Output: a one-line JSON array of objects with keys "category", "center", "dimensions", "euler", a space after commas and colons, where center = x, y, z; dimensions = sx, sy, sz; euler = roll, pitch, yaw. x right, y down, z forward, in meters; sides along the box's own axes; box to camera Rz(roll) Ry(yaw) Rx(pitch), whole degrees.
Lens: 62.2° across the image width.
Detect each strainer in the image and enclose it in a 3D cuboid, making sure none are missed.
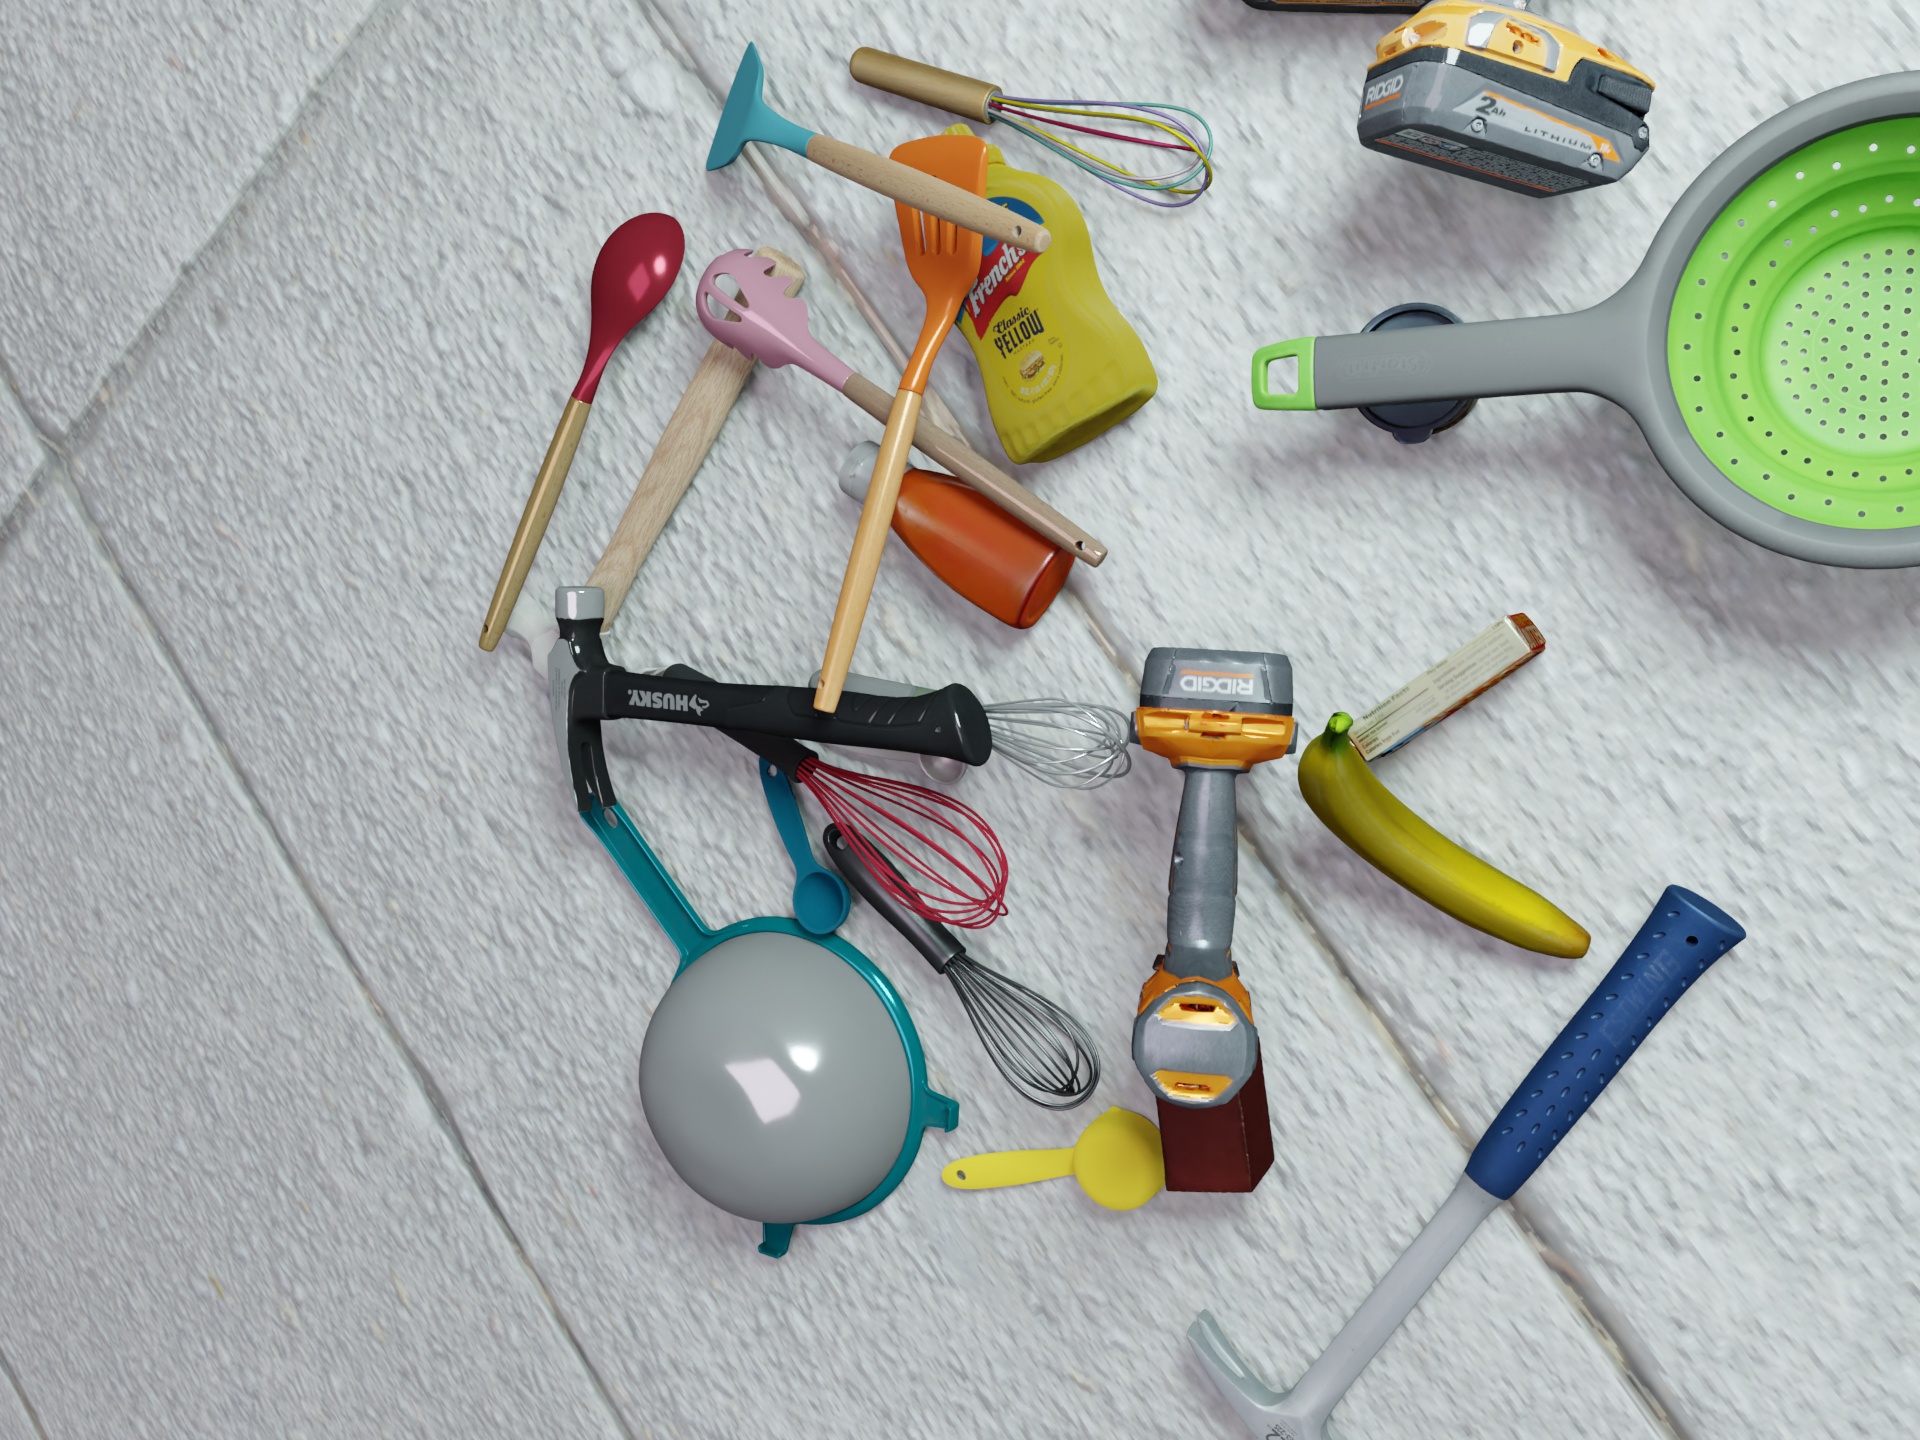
[{"category": "strainer", "center": [-0.171, 0.190, 1.041], "dimensions": [0.211, 0.095, 0.340], "euler": [-42, 79, 25]}]

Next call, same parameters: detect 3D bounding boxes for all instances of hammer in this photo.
[{"category": "hammer", "center": [-0.127, -0.002, 0.969], "dimensions": [0.335, 0.035, 0.146], "euler": [6, 98, 33]}, {"category": "hammer", "center": [0.273, 0.255, 0.861], "dimensions": [0.144, 0.035, 0.405], "euler": [36, 111, 18]}, {"category": "hammer", "center": [-0.192, -0.156, 1.043], "dimensions": [0.130, 0.031, 0.331], "euler": [40, 112, 17]}]

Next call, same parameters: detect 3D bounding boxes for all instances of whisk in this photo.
[{"category": "whisk", "center": [-0.004, 0.145, 0.982], "dimensions": [0.239, 0.055, 0.055], "euler": [44, 113, 20]}, {"category": "whisk", "center": [-0.001, -0.003, 0.938], "dimensions": [0.246, 0.059, 0.058], "euler": [12, 58, 39]}, {"category": "whisk", "center": [-0.083, 0.039, 0.998], "dimensions": [0.296, 0.073, 0.073], "euler": [33, 110, 26]}, {"category": "whisk", "center": [0.036, -0.346, 0.898], "dimensions": [0.245, 0.047, 0.051], "euler": [27, 106, 25]}]

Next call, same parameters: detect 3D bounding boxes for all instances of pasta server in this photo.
[{"category": "pasta server", "center": [-0.040, -0.183, 0.933], "dimensions": [0.316, 0.040, 0.060], "euler": [37, 110, 14]}]

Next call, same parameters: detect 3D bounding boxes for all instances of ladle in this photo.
[{"category": "ladle", "center": [-0.260, -0.189, 1.054], "dimensions": [0.069, 0.031, 0.315], "euler": [32, 104, 31]}]

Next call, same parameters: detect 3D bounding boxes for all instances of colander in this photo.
[{"category": "colander", "center": [0.338, -0.172, 0.743], "dimensions": [0.397, 0.094, 0.204], "euler": [2, 97, 30]}]

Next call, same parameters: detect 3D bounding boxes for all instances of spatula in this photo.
[{"category": "spatula", "center": [-0.057, -0.315, 0.899], "dimensions": [0.318, 0.044, 0.082], "euler": [35, 109, 35]}, {"category": "spatula", "center": [-0.042, -0.163, 0.890], "dimensions": [0.081, 0.041, 0.322], "euler": [16, 91, 45]}]

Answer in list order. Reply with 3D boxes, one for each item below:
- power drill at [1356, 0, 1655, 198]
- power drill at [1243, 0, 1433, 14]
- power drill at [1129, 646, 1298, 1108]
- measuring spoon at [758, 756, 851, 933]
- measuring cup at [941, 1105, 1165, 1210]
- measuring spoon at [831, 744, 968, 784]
[{"category": "power drill", "center": [0.288, -0.358, 0.714], "dimensions": [0.185, 0.084, 0.226], "euler": [11, 99, -13]}, {"category": "power drill", "center": [0.210, -0.474, 0.776], "dimensions": [0.171, 0.080, 0.223], "euler": [11, 99, 20]}, {"category": "power drill", "center": [0.130, 0.079, 0.855], "dimensions": [0.084, 0.164, 0.226], "euler": [4, 89, 8]}, {"category": "measuring spoon", "center": [-0.102, 0.078, 1.040], "dimensions": [0.042, 0.021, 0.129], "euler": [-29, 74, 27]}, {"category": "measuring cup", "center": [0.052, 0.277, 0.977], "dimensions": [0.156, 0.029, 0.062], "euler": [-14, 90, 26]}, {"category": "measuring spoon", "center": [-0.045, 0.012, 1.003], "dimensions": [0.124, 0.018, 0.034], "euler": [13, 116, 31]}]
